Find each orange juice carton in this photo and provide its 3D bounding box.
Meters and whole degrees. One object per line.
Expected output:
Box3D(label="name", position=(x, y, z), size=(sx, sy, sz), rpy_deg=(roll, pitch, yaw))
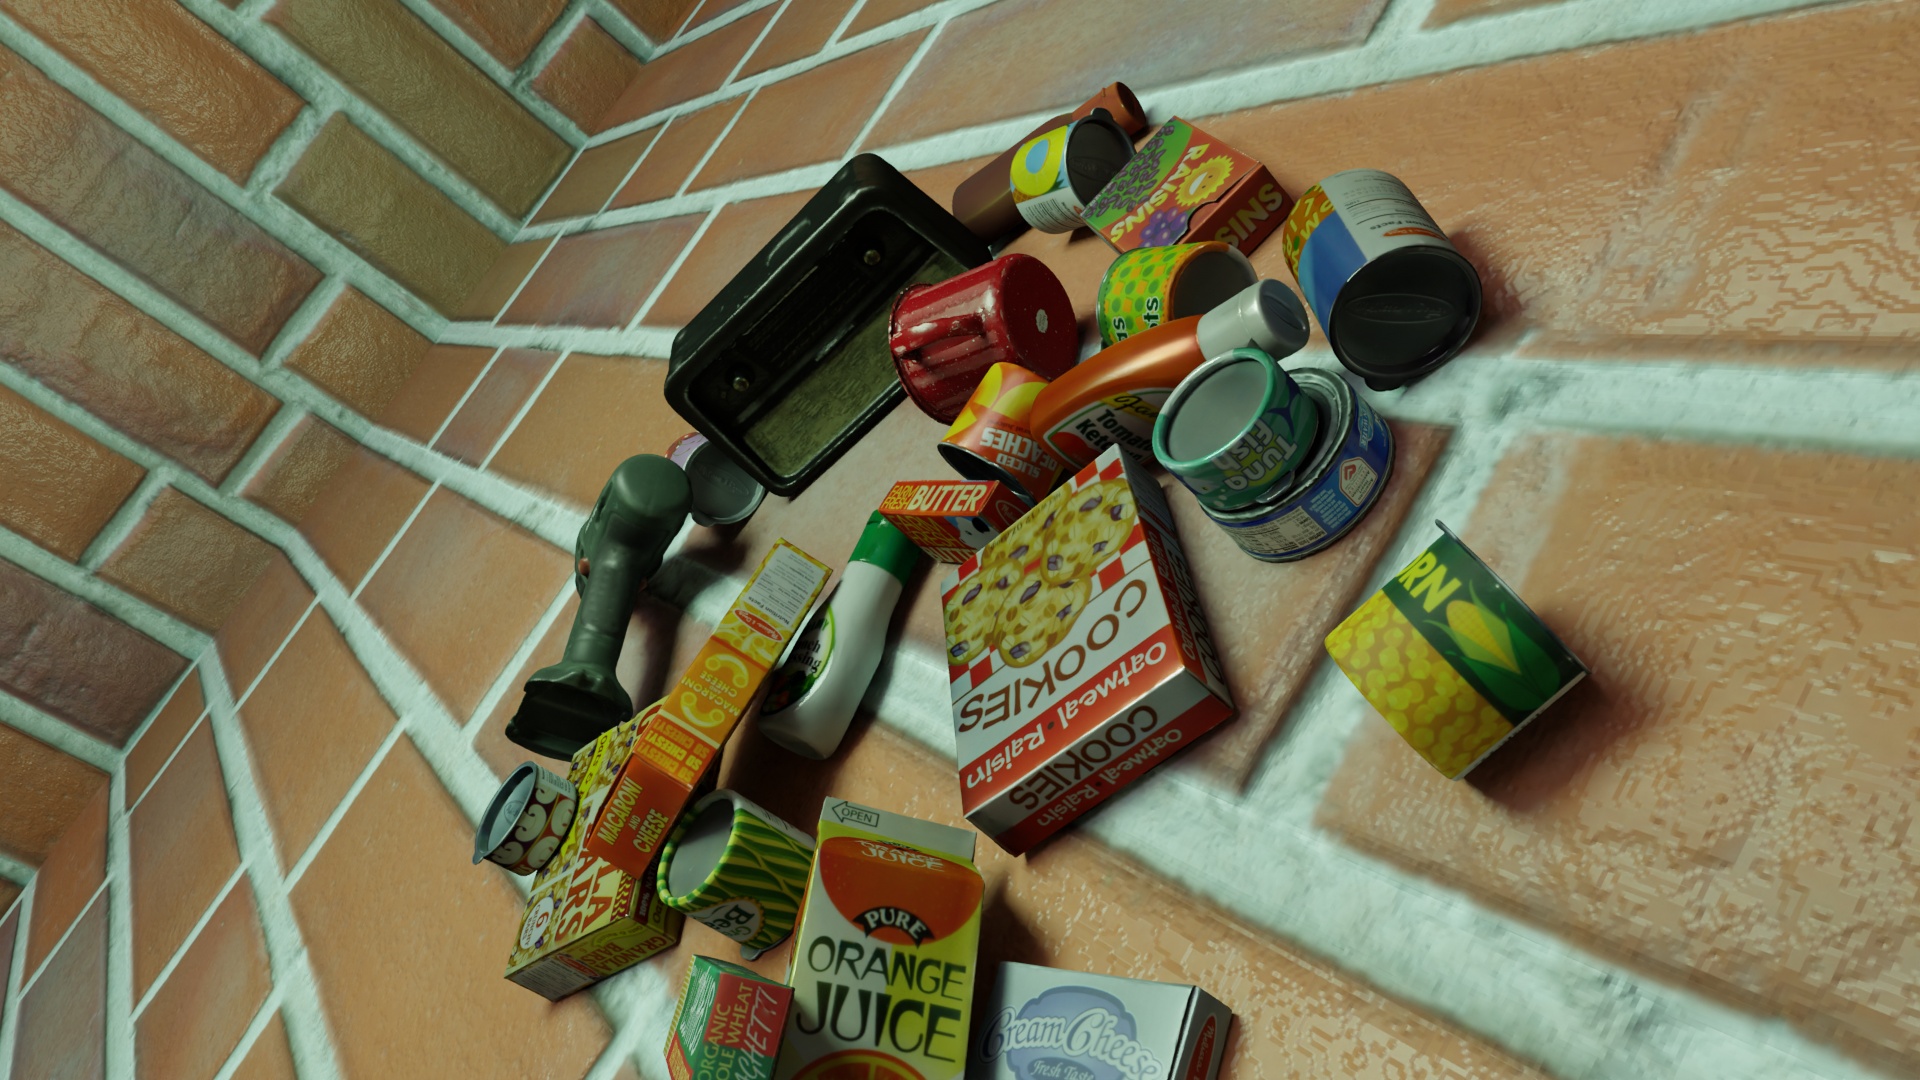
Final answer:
Box3D(label="orange juice carton", position=(-0.036, 0.193, 0.552), size=(0.072, 0.072, 0.194), rpy_deg=(109, 172, -48))

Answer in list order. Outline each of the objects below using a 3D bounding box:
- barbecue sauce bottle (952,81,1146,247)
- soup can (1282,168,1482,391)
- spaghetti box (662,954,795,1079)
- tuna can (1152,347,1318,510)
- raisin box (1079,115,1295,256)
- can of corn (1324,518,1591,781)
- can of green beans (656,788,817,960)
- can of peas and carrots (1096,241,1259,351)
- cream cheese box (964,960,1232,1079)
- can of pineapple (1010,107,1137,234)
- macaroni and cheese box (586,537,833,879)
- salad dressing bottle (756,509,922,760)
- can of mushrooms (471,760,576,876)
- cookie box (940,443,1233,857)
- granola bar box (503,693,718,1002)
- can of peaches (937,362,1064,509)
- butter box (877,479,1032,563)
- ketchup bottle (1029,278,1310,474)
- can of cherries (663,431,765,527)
Box3D(label="barbecue sauce bottle", position=(0.061, -0.268, 0.983), size=(0.148, 0.043, 0.065), rpy_deg=(-29, 36, 32))
Box3D(label="soup can", position=(0.187, -0.119, 0.628), size=(0.071, 0.071, 0.084), rpy_deg=(-38, 31, 22))
Box3D(label="spaghetti box", position=(-0.101, 0.203, 0.582), size=(0.249, 0.029, 0.050), rpy_deg=(131, 155, -70))
Box3D(label="tuna can", position=(0.118, -0.047, 0.600), size=(0.071, 0.033, 0.071), rpy_deg=(-34, 33, 27))
Box3D(label="raisin box", position=(0.129, -0.194, 0.813), size=(0.086, 0.040, 0.124), rpy_deg=(-44, 31, 10))
Box3D(label="can of corn", position=(0.166, 0.037, 0.475), size=(0.058, 0.071, 0.071), rpy_deg=(-45, 30, 13))
Box3D(label="can of green beans", position=(-0.115, 0.171, 0.723), size=(0.071, 0.057, 0.071), rpy_deg=(-34, 34, 27))
Box3D(label="can of peas and carrots", position=(0.113, -0.120, 0.725), size=(0.059, 0.071, 0.071), rpy_deg=(11, 66, 57))
Box3D(label="cream cheese box", position=(0.047, 0.189, 0.515), size=(0.103, 0.024, 0.053), rpy_deg=(-12, 47, 48))
Box3D(label="can of pineapple", position=(0.075, -0.240, 0.910), size=(0.058, 0.071, 0.071), rpy_deg=(-3, 55, 53))
Box3D(label="macaroni and cheese box", position=(-0.142, 0.094, 0.785), size=(0.123, 0.040, 0.167), rpy_deg=(-55, 4, 47))
Box3D(label="salad dressing bottle", position=(-0.065, 0.051, 0.801), size=(0.064, 0.044, 0.148), rpy_deg=(-12, 47, 55))
Box3D(label="can of mushrooms", position=(-0.277, 0.179, 0.882), size=(0.071, 0.033, 0.071), rpy_deg=(-37, 32, 29))
Box3D(label="cookie box", position=(0.052, 0.047, 0.652), size=(0.122, 0.040, 0.168), rpy_deg=(-38, 31, 21))
Box3D(label="granola bar box", position=(-0.210, 0.184, 0.857), size=(0.124, 0.039, 0.166), rpy_deg=(-31, 35, 31))
Box3D(label="can of peaches", position=(0.031, -0.057, 0.768), size=(0.058, 0.071, 0.071), rpy_deg=(-56, 30, -11))
Box3D(label="butter box", position=(0.003, -0.010, 0.767), size=(0.103, 0.053, 0.024), rpy_deg=(4, 58, 55))
Box3D(label="ketchup bottle", position=(0.102, -0.078, 0.678), size=(0.148, 0.064, 0.044), rpy_deg=(-30, 39, 47))
Box3D(label="can of cherries", position=(-0.191, -0.047, 1.058), size=(0.071, 0.071, 0.058), rpy_deg=(-57, 30, -10))
